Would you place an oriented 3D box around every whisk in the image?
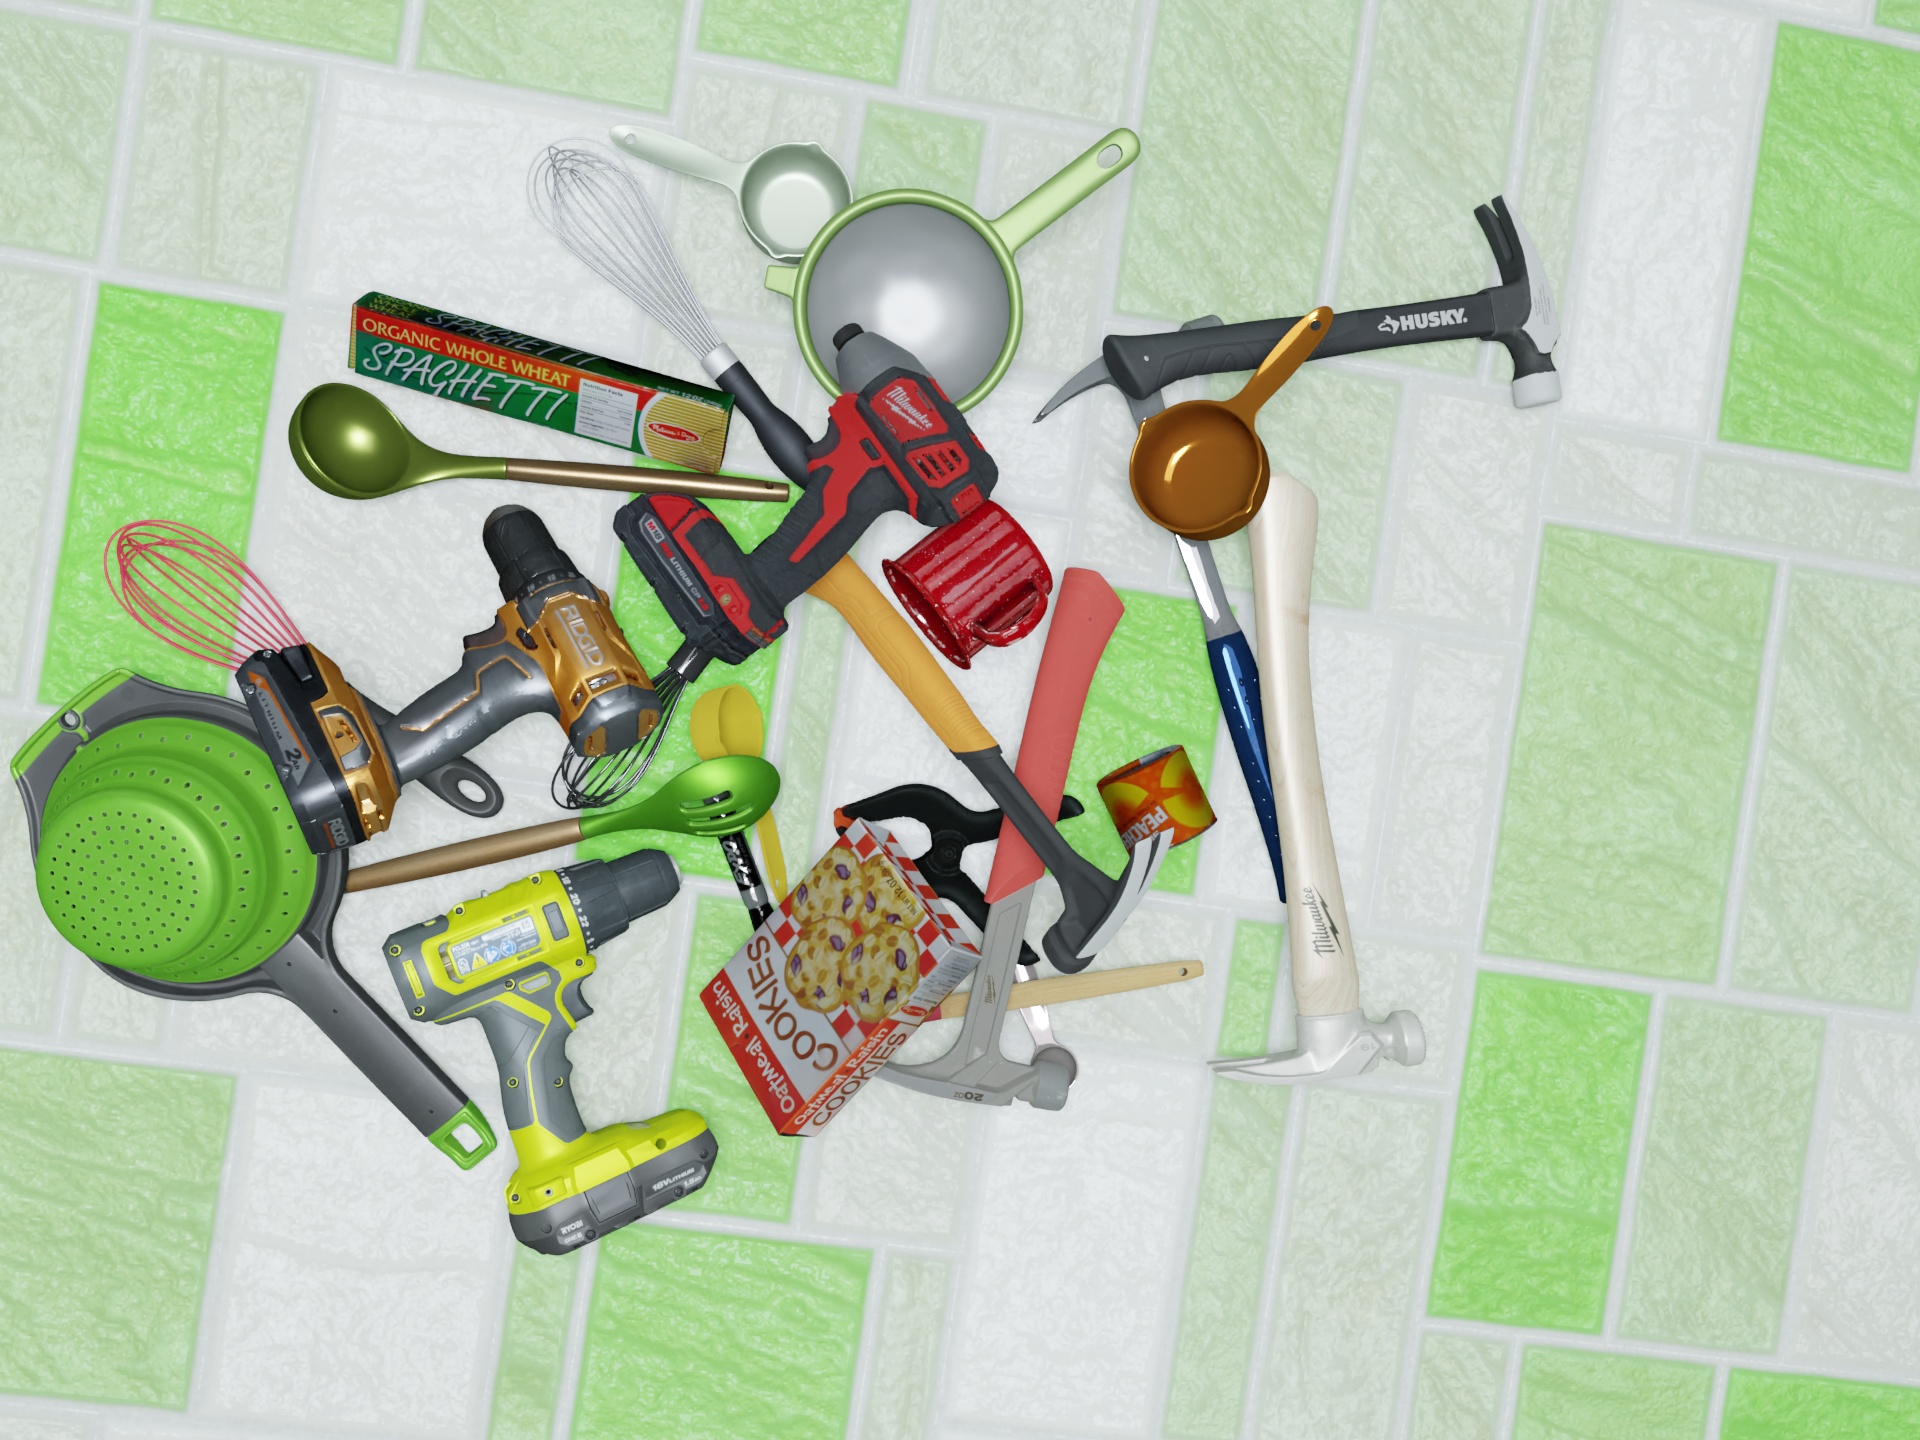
[{"bbox_3d":[-0.422,-0.028,1.034,0.295,0.073,0.073,38,87,-12],"label":"whisk"},{"bbox_3d":[-0.182,-0.263,1.057,0.070,0.070,0.284,-40,99,-4],"label":"whisk"},{"bbox_3d":[-0.189,-0.035,1.063,0.055,0.055,0.239,39,83,-5],"label":"whisk"}]

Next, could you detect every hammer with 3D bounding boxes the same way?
[{"bbox_3d":[0.174,-0.067,1.105,0.144,0.035,0.405,-19,93,-6],"label":"hammer"},{"bbox_3d":[0.256,-0.270,1.087,0.334,0.035,0.146,-11,93,-15],"label":"hammer"},{"bbox_3d":[0.035,0.073,1.056,0.149,0.037,0.359,13,89,-9],"label":"hammer"},{"bbox_3d":[-0.002,-0.003,1.007,0.034,0.127,0.337,-19,60,-40],"label":"hammer"},{"bbox_3d":[0.219,0.039,1.076,0.146,0.038,0.410,-7,91,-5],"label":"hammer"}]

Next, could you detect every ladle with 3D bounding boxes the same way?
[{"bbox_3d":[0.012,0.194,1.087,0.315,0.031,0.069,-8,86,-4],"label":"ladle"},{"bbox_3d":[-0.272,-0.170,1.047,0.320,0.062,0.078,4,66,-9],"label":"ladle"}]

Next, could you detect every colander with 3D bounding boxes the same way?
[{"bbox_3d":[-0.446,0.150,1.002,0.204,0.094,0.397,-40,98,6],"label":"colander"}]

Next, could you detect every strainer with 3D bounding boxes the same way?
[{"bbox_3d":[0.009,-0.303,1.053,0.256,0.069,0.151,-36,100,7],"label":"strainer"}]

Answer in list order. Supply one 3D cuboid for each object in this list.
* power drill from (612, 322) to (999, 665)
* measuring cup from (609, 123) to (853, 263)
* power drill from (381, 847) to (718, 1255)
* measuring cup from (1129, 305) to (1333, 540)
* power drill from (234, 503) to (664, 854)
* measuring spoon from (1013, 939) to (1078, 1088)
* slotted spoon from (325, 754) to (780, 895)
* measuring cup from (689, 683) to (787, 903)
[{"bbox_3d":[-0.100,-0.146,1.009,0.219,0.078,0.143,-35,79,3],"label":"power drill"},{"bbox_3d":[-0.153,-0.360,1.065,0.167,0.038,0.083,19,89,-4],"label":"measuring cup"},{"bbox_3d":[-0.245,0.207,1.038,0.190,0.080,0.228,-21,92,-22],"label":"power drill"},{"bbox_3d":[0.186,-0.193,1.039,0.095,0.052,0.173,43,99,20],"label":"measuring cup"},{"bbox_3d":[-0.324,-0.035,0.994,0.226,0.084,0.185,-23,68,-23],"label":"power drill"},{"bbox_3d":[0.050,0.199,1.110,0.034,0.018,0.124,-19,86,-3],"label":"measuring spoon"},{"bbox_3d":[-0.269,0.077,1.037,0.314,0.031,0.070,-13,137,7],"label":"slotted spoon"},{"bbox_3d":[-0.147,0.052,1.073,0.029,0.062,0.156,-6,106,23],"label":"measuring cup"}]
